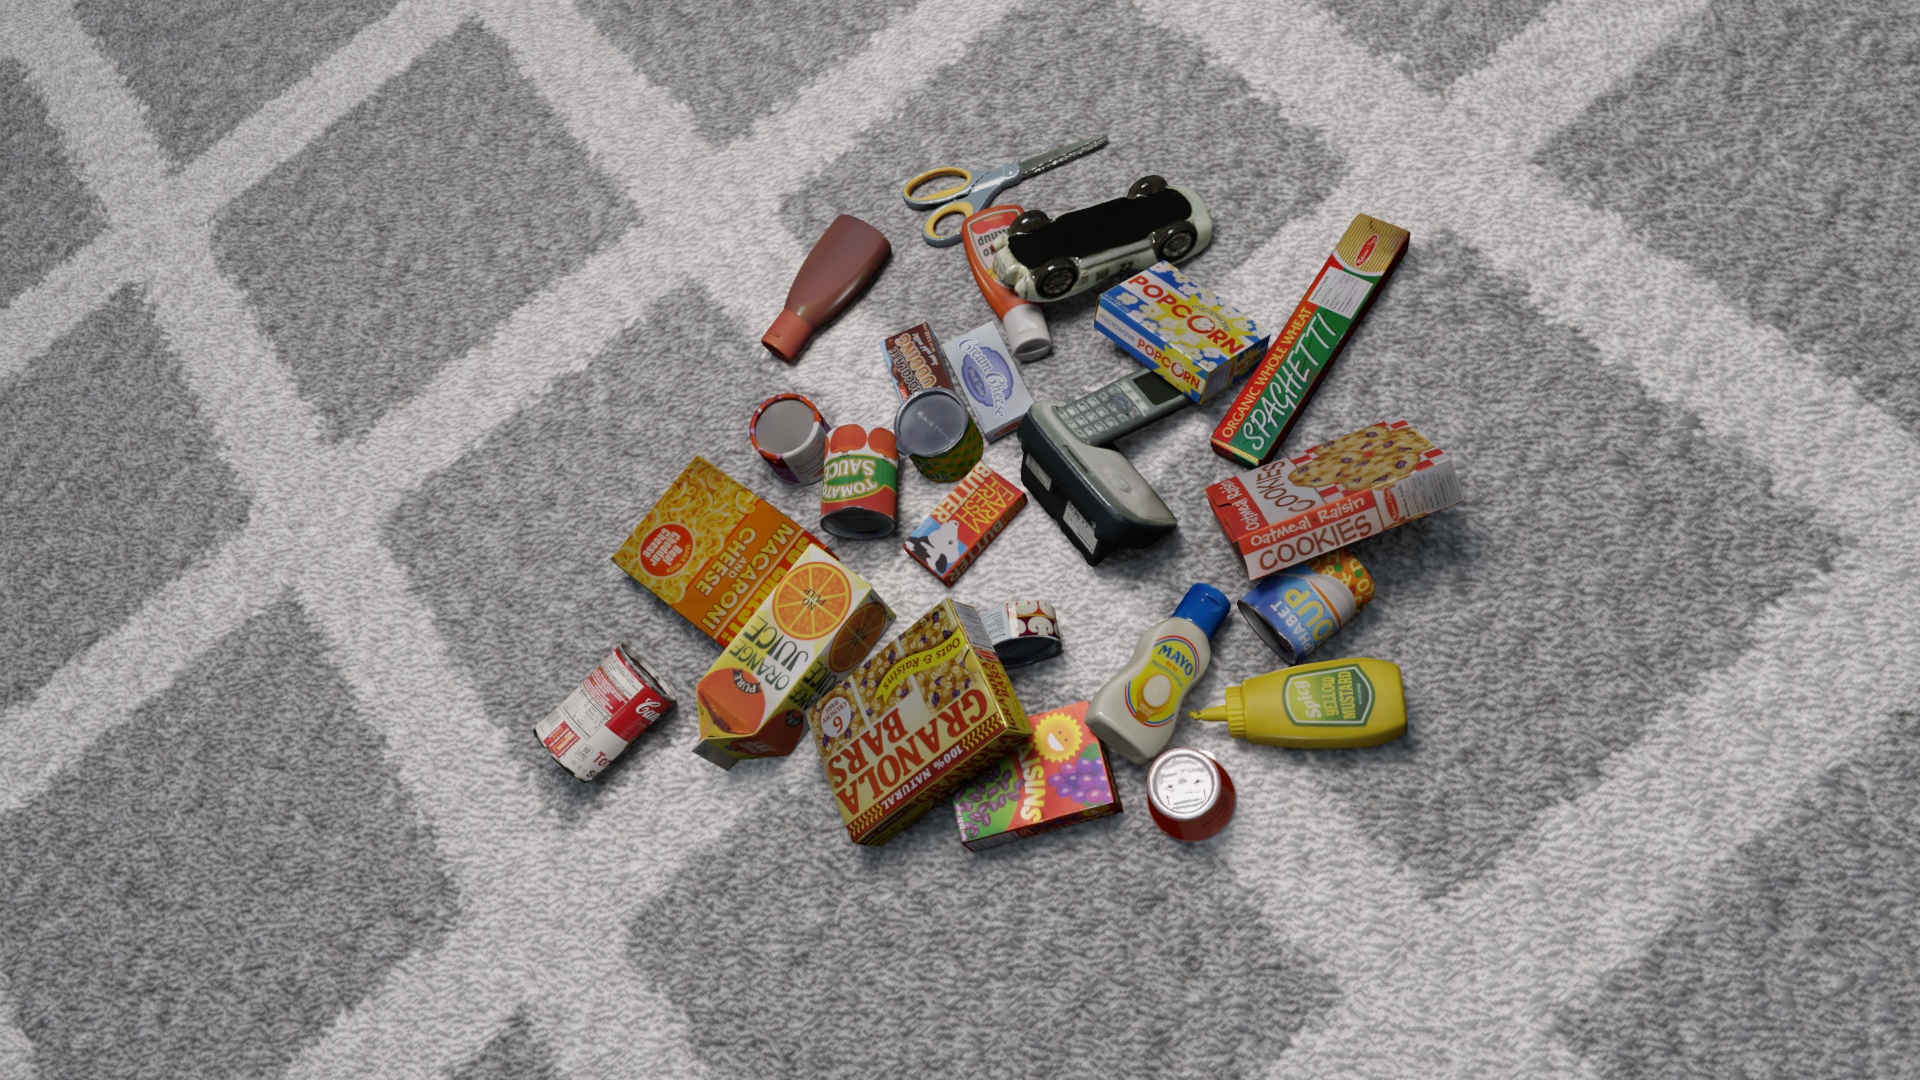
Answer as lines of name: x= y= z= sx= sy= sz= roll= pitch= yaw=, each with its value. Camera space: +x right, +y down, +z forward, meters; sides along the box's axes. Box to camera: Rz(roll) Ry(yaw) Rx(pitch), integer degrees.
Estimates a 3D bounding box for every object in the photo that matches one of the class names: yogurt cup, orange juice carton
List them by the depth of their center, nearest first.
yogurt cup: x=0.170 y=0.187 z=1.038 sx=0.072 sy=0.053 sz=0.072 roll=-6 pitch=67 yaw=14
orange juice carton: x=-0.146 y=0.106 z=1.149 sx=0.073 sy=0.071 sz=0.193 roll=33 pitch=79 yaw=26

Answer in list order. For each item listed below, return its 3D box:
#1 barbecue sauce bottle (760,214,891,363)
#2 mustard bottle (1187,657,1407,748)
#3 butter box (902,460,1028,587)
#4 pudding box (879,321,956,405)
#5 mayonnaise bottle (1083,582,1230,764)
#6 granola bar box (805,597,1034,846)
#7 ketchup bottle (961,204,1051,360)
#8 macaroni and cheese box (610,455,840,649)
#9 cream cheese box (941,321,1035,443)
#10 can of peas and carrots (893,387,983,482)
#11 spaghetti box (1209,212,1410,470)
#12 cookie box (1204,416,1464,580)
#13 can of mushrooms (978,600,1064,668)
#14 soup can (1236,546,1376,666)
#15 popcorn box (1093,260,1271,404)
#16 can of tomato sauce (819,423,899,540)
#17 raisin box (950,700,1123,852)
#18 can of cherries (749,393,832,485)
barbecue sauce bottle: x=-0.131 y=-0.236 z=1.309 sx=0.065 sy=0.043 sz=0.149 roll=30 pitch=79 yaw=25
mustard bottle: x=0.251 y=0.126 z=1.044 sx=0.160 sy=0.048 sz=0.065 roll=-7 pitch=64 yaw=12
butter box: x=0.004 y=-0.015 z=1.187 sx=0.053 sy=0.024 sz=0.103 roll=40 pitch=82 yaw=27
pudding box: x=-0.037 y=-0.150 z=1.254 sx=0.049 sy=0.030 sz=0.084 roll=-22 pitch=63 yaw=6
mayonnaise bottle: x=0.158 y=0.098 z=1.071 sx=0.065 sy=0.041 sz=0.149 roll=38 pitch=65 yaw=-1
granola bar box: x=-0.037 y=0.142 z=1.084 sx=0.165 sy=0.039 sz=0.124 roll=-40 pitch=55 yaw=21
ketchup bottle: x=0.047 y=-0.233 z=1.259 sx=0.065 sy=0.043 sz=0.149 roll=-15 pitch=65 yaw=0
macaroni and cheese box: x=-0.207 y=0.017 z=1.222 sx=0.167 sy=0.040 sz=0.124 roll=33 pitch=79 yaw=26
cream cheese box: x=0.027 y=-0.142 z=1.236 sx=0.053 sy=0.024 sz=0.104 roll=-26 pitch=63 yaw=2
can of peas and carrots: x=-0.020 y=-0.089 z=1.206 sx=0.071 sy=0.058 sz=0.071 roll=-6 pitch=66 yaw=14
spaghetti box: x=0.295 y=-0.167 z=1.170 sx=0.050 sy=0.028 sz=0.250 roll=29 pitch=78 yaw=24
cookie box: x=0.282 y=-0.036 z=1.071 sx=0.167 sy=0.040 sz=0.123 roll=-21 pitch=19 yaw=6
can of mushrooms: x=0.048 y=0.076 z=1.114 sx=0.071 sy=0.071 sz=0.033 roll=-15 pitch=64 yaw=9
soup can: x=0.267 y=0.045 z=1.063 sx=0.084 sy=0.071 sz=0.071 roll=-40 pitch=63 yaw=-4
popcorn box: x=0.188 y=-0.179 z=1.183 sx=0.085 sy=0.038 sz=0.127 roll=-32 pitch=59 yaw=-31
can of tomato sauce: x=-0.087 y=-0.051 z=1.202 sx=0.071 sy=0.071 sz=0.083 roll=-5 pitch=66 yaw=14
raisin box: x=0.055 y=0.184 z=1.079 sx=0.123 sy=0.040 sz=0.086 roll=-17 pitch=63 yaw=9
can of cherries: x=-0.151 y=-0.092 z=1.244 sx=0.071 sy=0.058 sz=0.072 roll=-5 pitch=67 yaw=13
